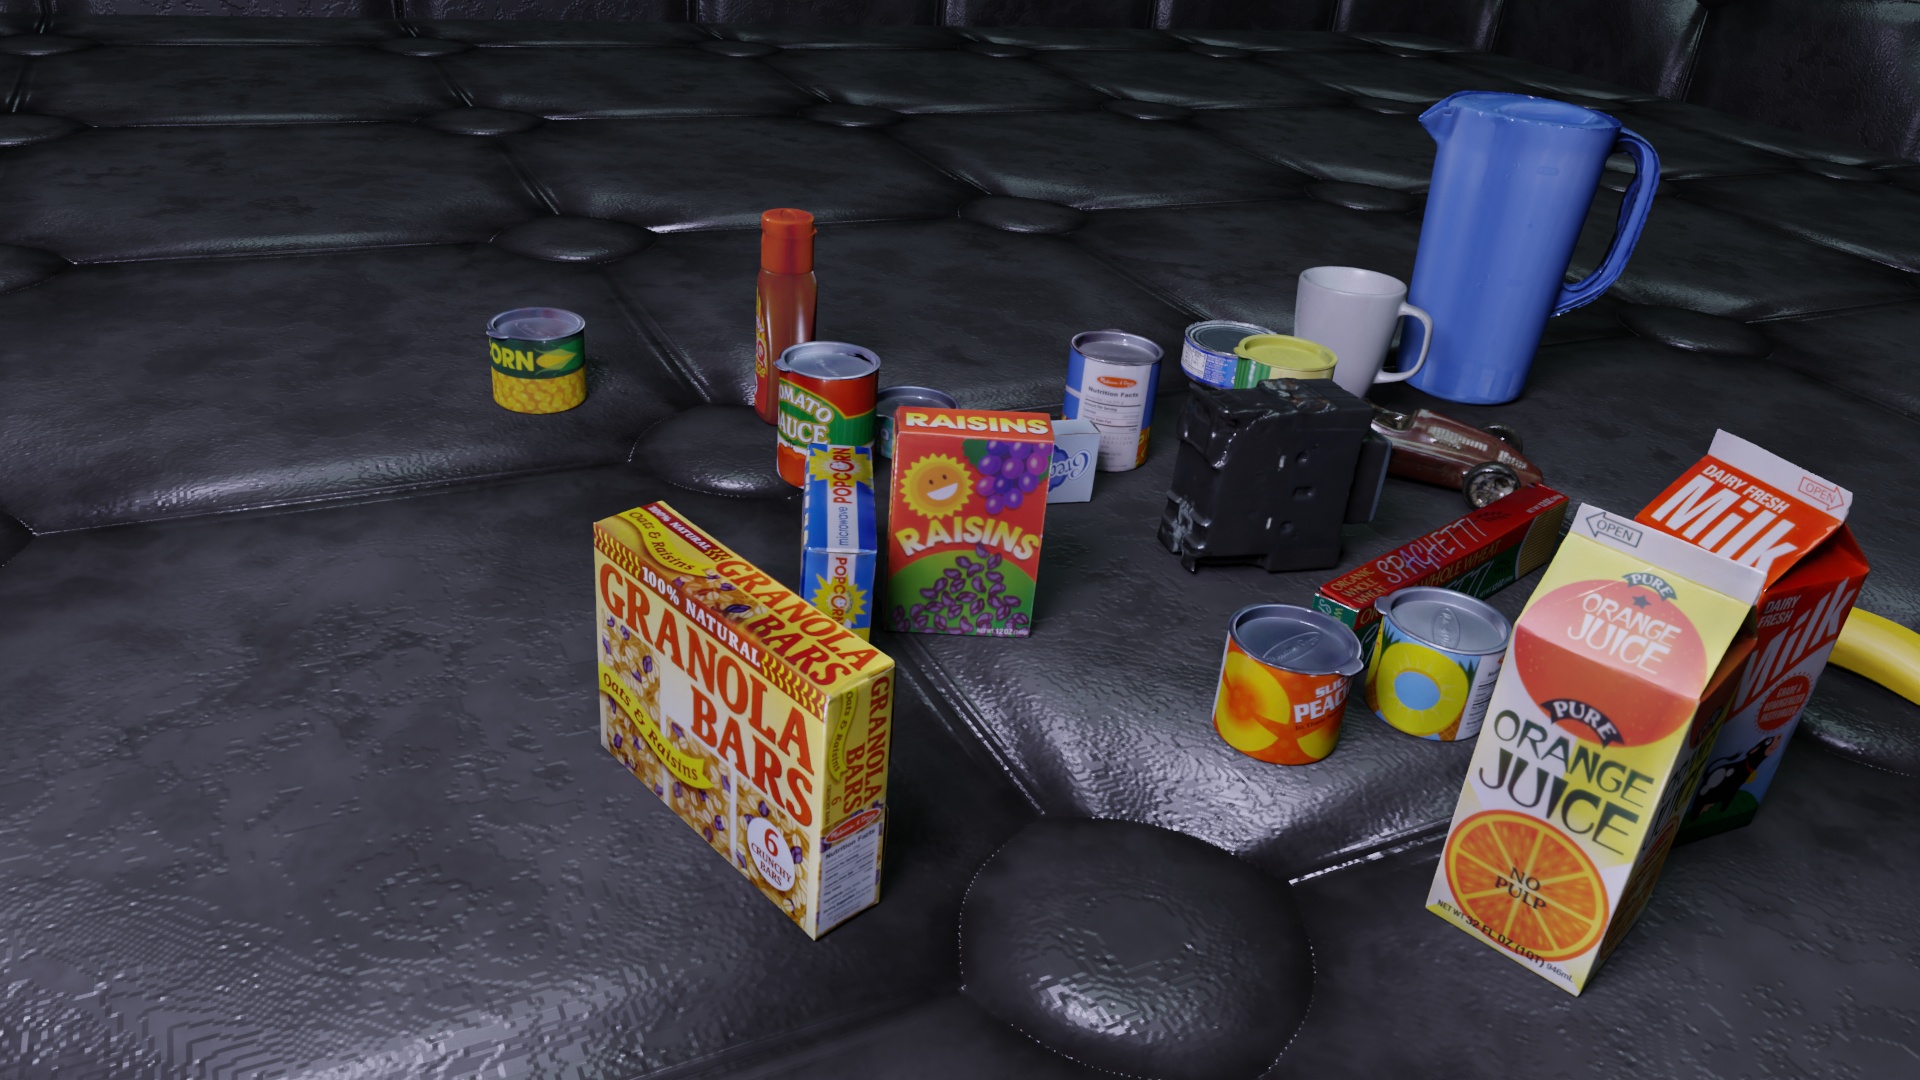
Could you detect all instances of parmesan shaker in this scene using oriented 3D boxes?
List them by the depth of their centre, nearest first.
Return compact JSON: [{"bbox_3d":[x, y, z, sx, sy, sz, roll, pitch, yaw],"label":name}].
[{"bbox_3d":[0.214,-0.083,0.961,0.071,0.102,0.071,4,28,-2],"label":"parmesan shaker"}]

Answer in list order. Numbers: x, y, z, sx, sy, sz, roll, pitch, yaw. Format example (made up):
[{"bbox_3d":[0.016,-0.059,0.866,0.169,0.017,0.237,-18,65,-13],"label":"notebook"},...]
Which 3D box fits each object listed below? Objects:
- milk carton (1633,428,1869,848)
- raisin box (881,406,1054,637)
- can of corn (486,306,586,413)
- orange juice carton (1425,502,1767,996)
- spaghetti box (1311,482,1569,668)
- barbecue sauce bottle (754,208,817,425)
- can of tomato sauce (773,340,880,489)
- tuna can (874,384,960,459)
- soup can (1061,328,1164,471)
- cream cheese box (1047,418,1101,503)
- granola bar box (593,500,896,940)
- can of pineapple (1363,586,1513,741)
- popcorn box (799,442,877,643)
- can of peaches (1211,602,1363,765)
[{"bbox_3d":[0.353,0.047,0.654,0.073,0.189,0.072,-8,31,-24],"label":"milk carton"},{"bbox_3d":[0.003,-0.010,0.766,0.086,0.122,0.040,3,28,-4],"label":"raisin box"},{"bbox_3d":[-0.305,-0.129,0.999,0.071,0.058,0.071,4,28,-2],"label":"can of corn"},{"bbox_3d":[0.262,0.082,0.571,0.072,0.191,0.073,28,35,35],"label":"orange juice carton"},{"bbox_3d":[0.292,0.020,0.839,0.251,0.050,0.029,-20,37,-38],"label":"spaghetti box"},{"bbox_3d":[-0.125,-0.160,0.995,0.044,0.147,0.065,-1,29,-13],"label":"barbecue sauce bottle"},{"bbox_3d":[-0.090,-0.082,0.925,0.071,0.082,0.071,4,28,-2],"label":"can of tomato sauce"},{"bbox_3d":[-0.036,-0.083,0.989,0.071,0.032,0.071,4,28,-2],"label":"tuna can"},{"bbox_3d":[0.107,-0.101,0.995,0.071,0.083,0.072,4,28,-2],"label":"soup can"},{"bbox_3d":[0.039,-0.051,0.922,0.104,0.053,0.024,-4,29,-17],"label":"cream cheese box"},{"bbox_3d":[-0.097,0.072,0.596,0.039,0.123,0.166,-20,38,-39],"label":"granola bar box"},{"bbox_3d":[0.252,0.065,0.742,0.071,0.057,0.071,4,28,-2],"label":"can of pineapple"},{"bbox_3d":[-0.068,0.012,0.754,0.038,0.084,0.127,2,28,-6],"label":"popcorn box"},{"bbox_3d":[0.167,0.074,0.710,0.071,0.057,0.071,4,28,-2],"label":"can of peaches"}]
